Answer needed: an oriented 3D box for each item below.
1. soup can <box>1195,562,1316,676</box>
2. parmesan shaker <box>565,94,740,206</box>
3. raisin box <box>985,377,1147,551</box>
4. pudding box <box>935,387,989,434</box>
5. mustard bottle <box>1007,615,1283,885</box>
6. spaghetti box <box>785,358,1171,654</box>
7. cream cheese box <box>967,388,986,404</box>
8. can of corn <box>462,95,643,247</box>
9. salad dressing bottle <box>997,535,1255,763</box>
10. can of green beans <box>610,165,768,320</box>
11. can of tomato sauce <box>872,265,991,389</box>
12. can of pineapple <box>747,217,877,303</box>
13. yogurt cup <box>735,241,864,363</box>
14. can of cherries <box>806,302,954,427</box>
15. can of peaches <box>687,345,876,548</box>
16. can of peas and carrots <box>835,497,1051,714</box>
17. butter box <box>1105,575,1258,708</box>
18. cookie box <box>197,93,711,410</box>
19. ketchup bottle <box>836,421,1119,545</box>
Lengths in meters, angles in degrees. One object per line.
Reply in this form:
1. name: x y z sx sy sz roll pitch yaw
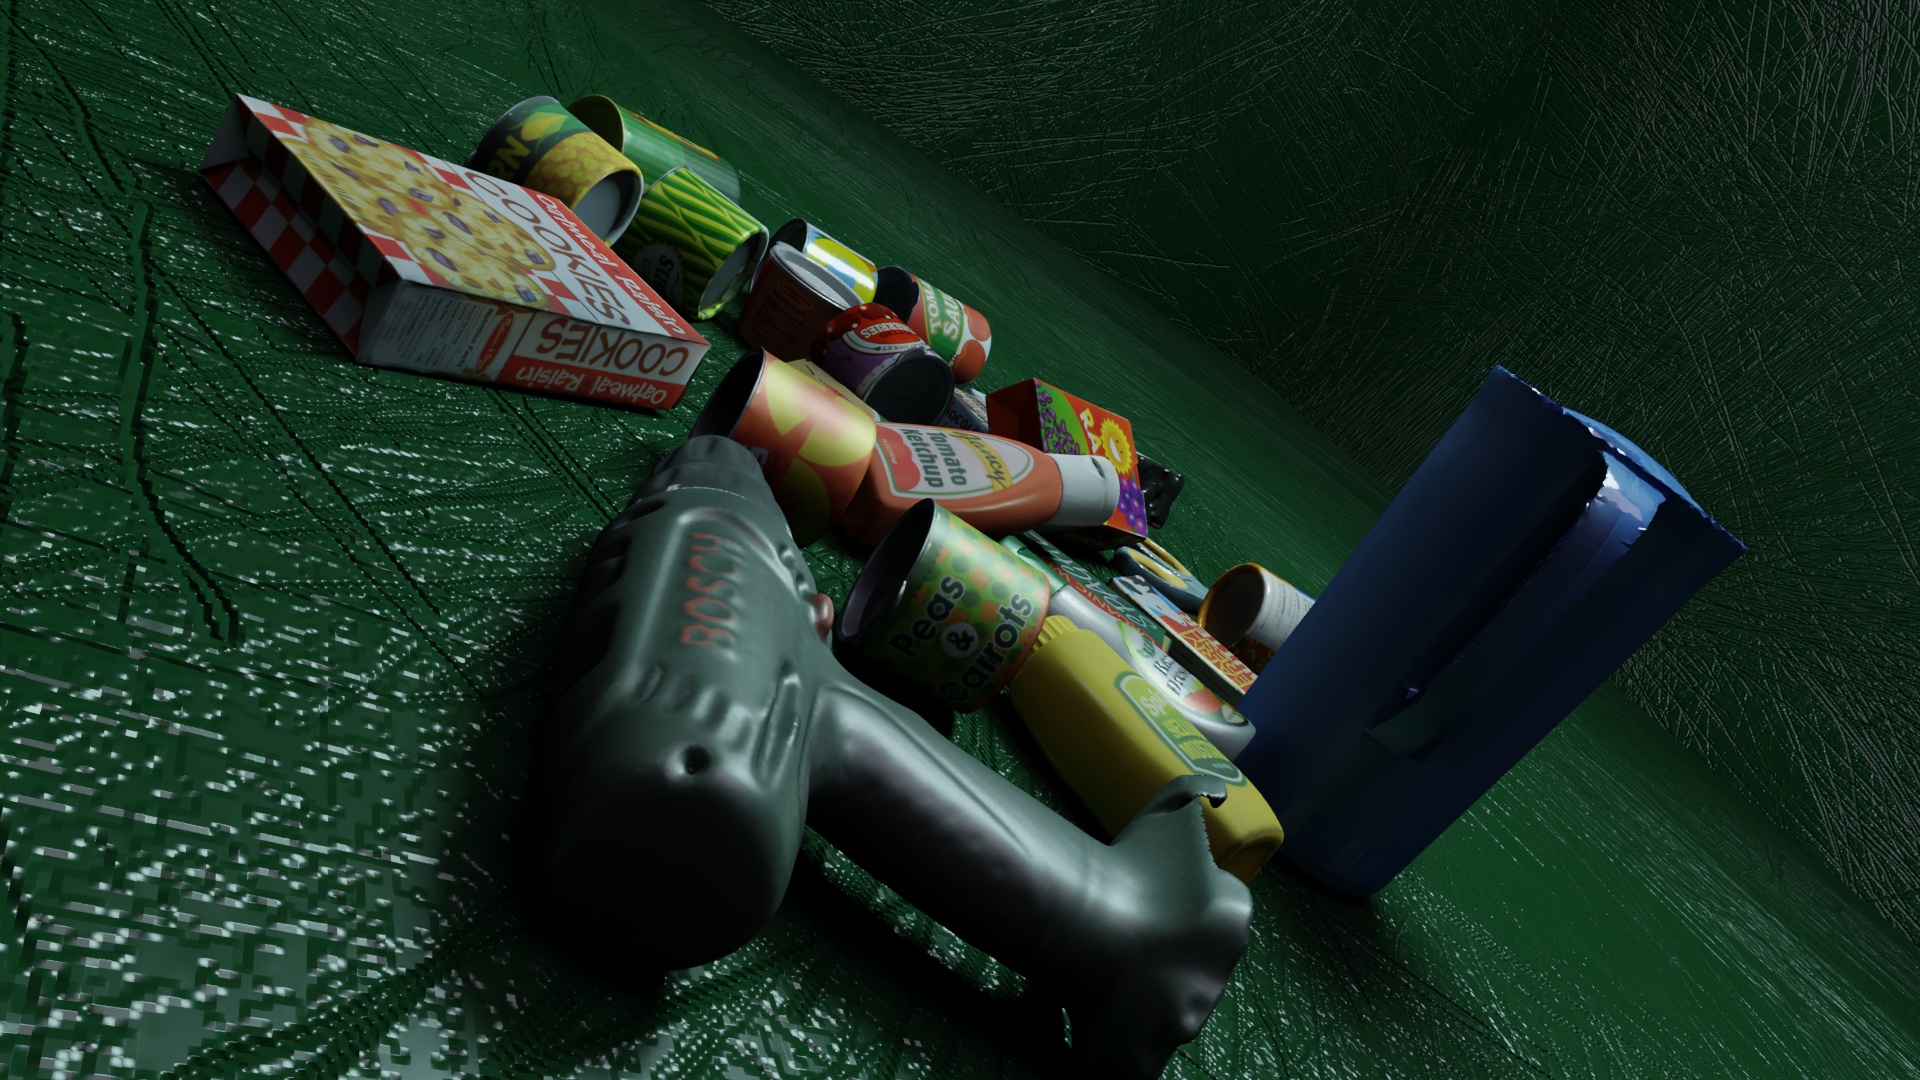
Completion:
1. soup can: 0.200 0.061 0.885 0.084 0.071 0.071 29 17 -23
2. parmesan shaker: -0.194 -0.220 0.847 0.071 0.071 0.103 45 17 28
3. raisin box: 0.069 -0.045 0.877 0.123 0.040 0.086 15 63 -54
4. pudding box: 0.014 -0.065 0.908 0.049 0.030 0.084 18 25 -52
5. mustard bottle: 0.060 0.076 0.571 0.161 0.048 0.065 46 17 30
6. spaghetti box: 0.003 -0.009 0.728 0.250 0.028 0.050 38 16 3
7. cream cheese box: 0.041 -0.064 0.974 0.053 0.024 0.104 20 23 -43
8. can of corn: -0.206 -0.180 0.706 0.058 0.071 0.071 39 16 6
9. salad dressing bottle: 0.067 0.057 0.650 0.148 0.044 0.064 40 17 12
10. can of green beans: -0.150 -0.166 0.781 0.058 0.071 0.071 38 16 2
11. can of tomato sauce: -0.028 -0.149 0.983 0.083 0.071 0.071 22 22 -45
12. can of pineapple: -0.096 -0.162 0.891 0.058 0.071 0.071 27 18 -32
13. yogurt cup: -0.097 -0.135 0.826 0.072 0.053 0.072 34 16 -11
14. can of cherries: -0.046 -0.095 0.793 0.071 0.071 0.058 17 25 -51
15. can of peaches: -0.076 -0.036 0.574 0.058 0.071 0.071 30 17 -24
16. can of peas and carrots: -0.006 0.027 0.541 0.058 0.070 0.071 33 16 -16
17. butter box: 0.126 0.062 0.799 0.103 0.024 0.053 42 17 19
18. cookie box: -0.200 -0.112 0.572 0.123 0.040 0.167 44 18 22
19. ketchup bottle: 0.009 -0.026 0.680 0.149 0.043 0.065 1 46 -33
